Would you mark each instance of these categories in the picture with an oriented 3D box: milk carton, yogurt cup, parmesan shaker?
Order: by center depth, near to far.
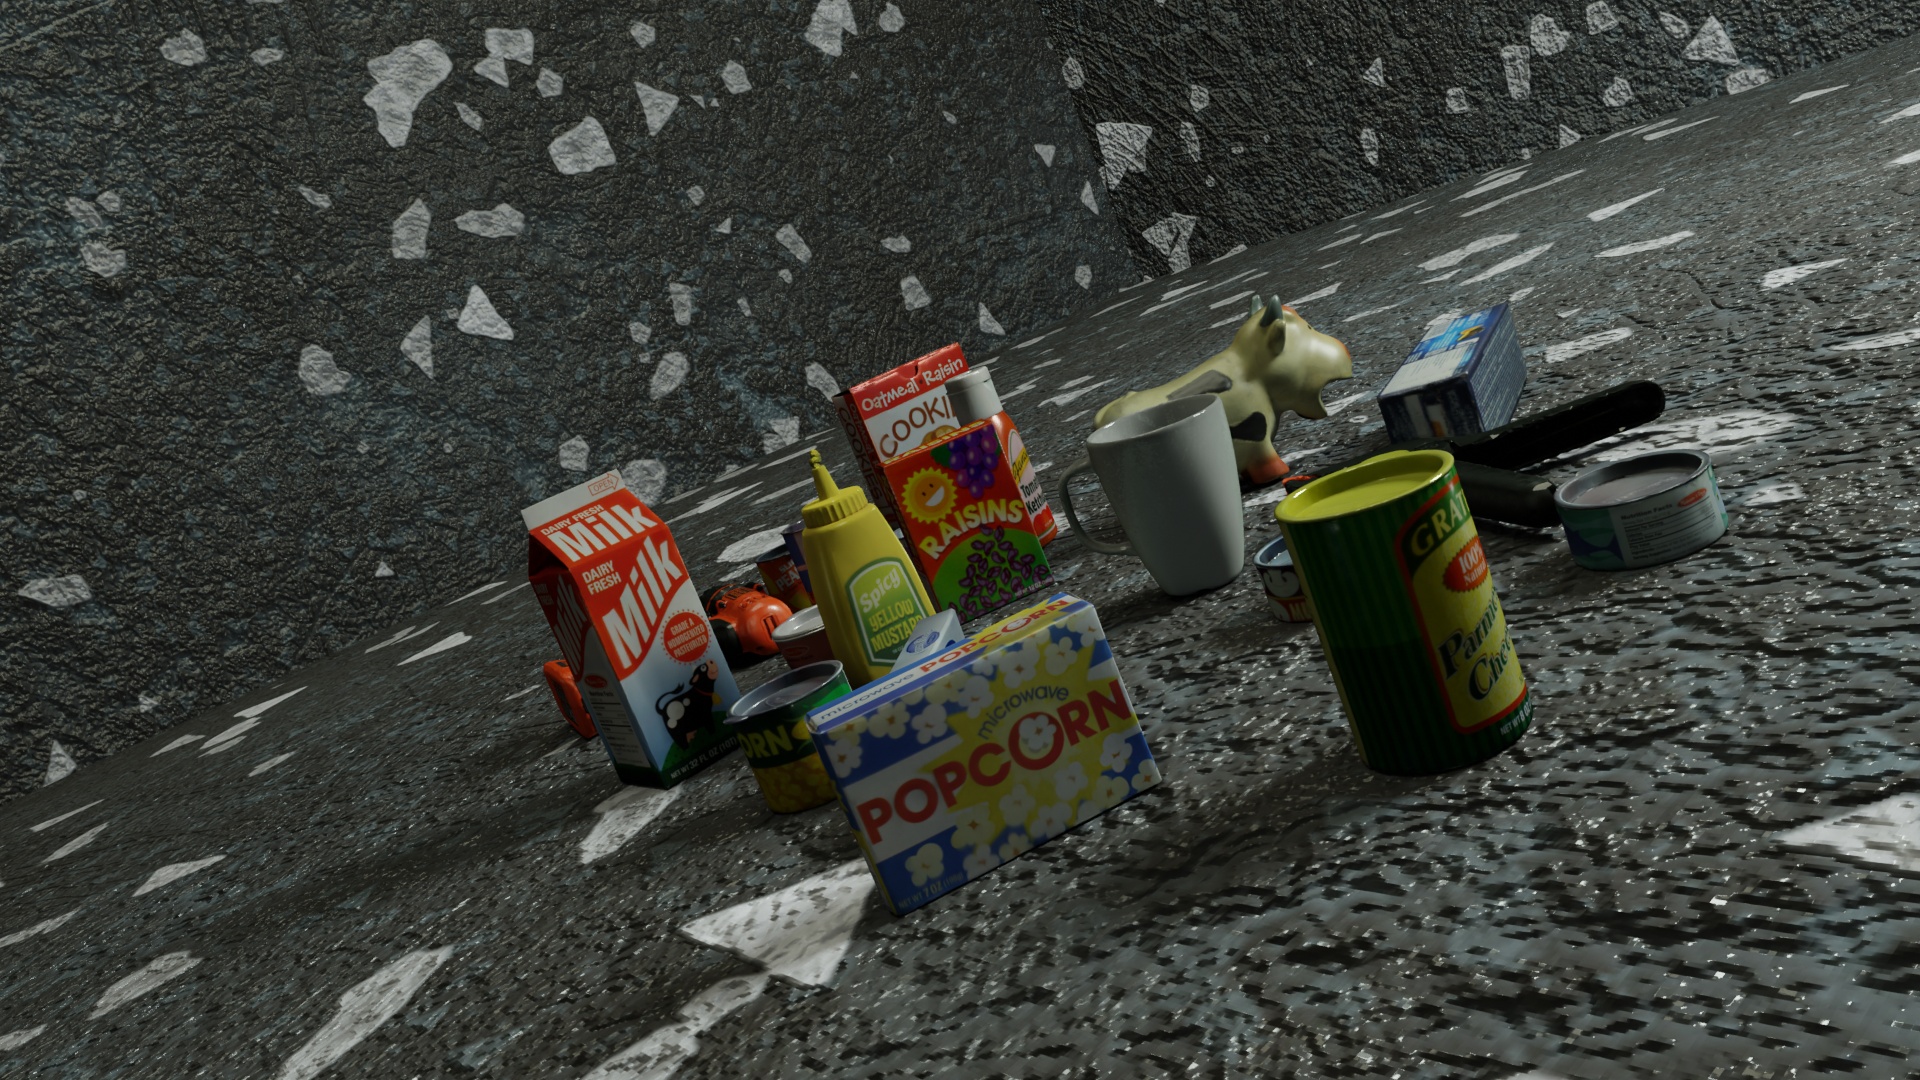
[{"bbox_3d":[0.166,0.025,0.517,0.071,0.103,0.071,-21,10,4],"label":"parmesan shaker"},{"bbox_3d":[-0.209,0.055,0.880,0.073,0.190,0.073,-29,12,-35],"label":"milk carton"},{"bbox_3d":[-0.083,0.072,0.913,0.072,0.054,0.072,-21,10,4],"label":"yogurt cup"}]

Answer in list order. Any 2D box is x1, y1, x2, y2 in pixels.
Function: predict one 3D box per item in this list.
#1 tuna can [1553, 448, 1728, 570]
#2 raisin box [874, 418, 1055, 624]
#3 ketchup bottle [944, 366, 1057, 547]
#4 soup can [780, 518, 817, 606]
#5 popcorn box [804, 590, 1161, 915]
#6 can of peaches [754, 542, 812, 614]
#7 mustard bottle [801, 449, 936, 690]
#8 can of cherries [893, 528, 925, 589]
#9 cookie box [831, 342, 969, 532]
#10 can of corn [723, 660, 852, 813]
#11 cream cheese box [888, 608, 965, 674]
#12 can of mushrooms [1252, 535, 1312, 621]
[{"bbox_3d":[0.305,-0.014,0.626,0.071,0.032,0.071,-21,11,4],"label":"tuna can"},{"bbox_3d":[0.003,-0.012,0.971,0.086,0.123,0.040,-24,10,-8],"label":"raisin box"},{"bbox_3d":[0.030,-0.063,1.101,0.043,0.148,0.065,-17,11,27],"label":"ketchup bottle"},{"bbox_3d":[-0.101,0.018,1.136,0.071,0.083,0.071,-21,10,4],"label":"soup can"},{"bbox_3d":[0.010,0.086,0.575,0.127,0.085,0.038,-24,10,-13],"label":"popcorn box"},{"bbox_3d":[-0.139,0.031,1.217,0.071,0.058,0.071,-21,10,4],"label":"can of peaches"},{"bbox_3d":[-0.061,0.020,0.841,0.065,0.160,0.049,-27,11,-25],"label":"mustard bottle"},{"bbox_3d":[-0.014,0.011,1.067,0.071,0.058,0.071,-21,10,4],"label":"can of cherries"},{"bbox_3d":[-0.025,-0.074,1.216,0.123,0.167,0.040,-29,12,-32],"label":"cookie box"},{"bbox_3d":[-0.085,0.106,0.741,0.071,0.058,0.071,-21,10,4],"label":"can of corn"},{"bbox_3d":[-0.012,0.078,0.743,0.024,0.053,0.104,-20,11,13],"label":"cream cheese box"},{"bbox_3d":[0.188,0.014,0.716,0.071,0.033,0.071,-21,11,4],"label":"can of mushrooms"}]
